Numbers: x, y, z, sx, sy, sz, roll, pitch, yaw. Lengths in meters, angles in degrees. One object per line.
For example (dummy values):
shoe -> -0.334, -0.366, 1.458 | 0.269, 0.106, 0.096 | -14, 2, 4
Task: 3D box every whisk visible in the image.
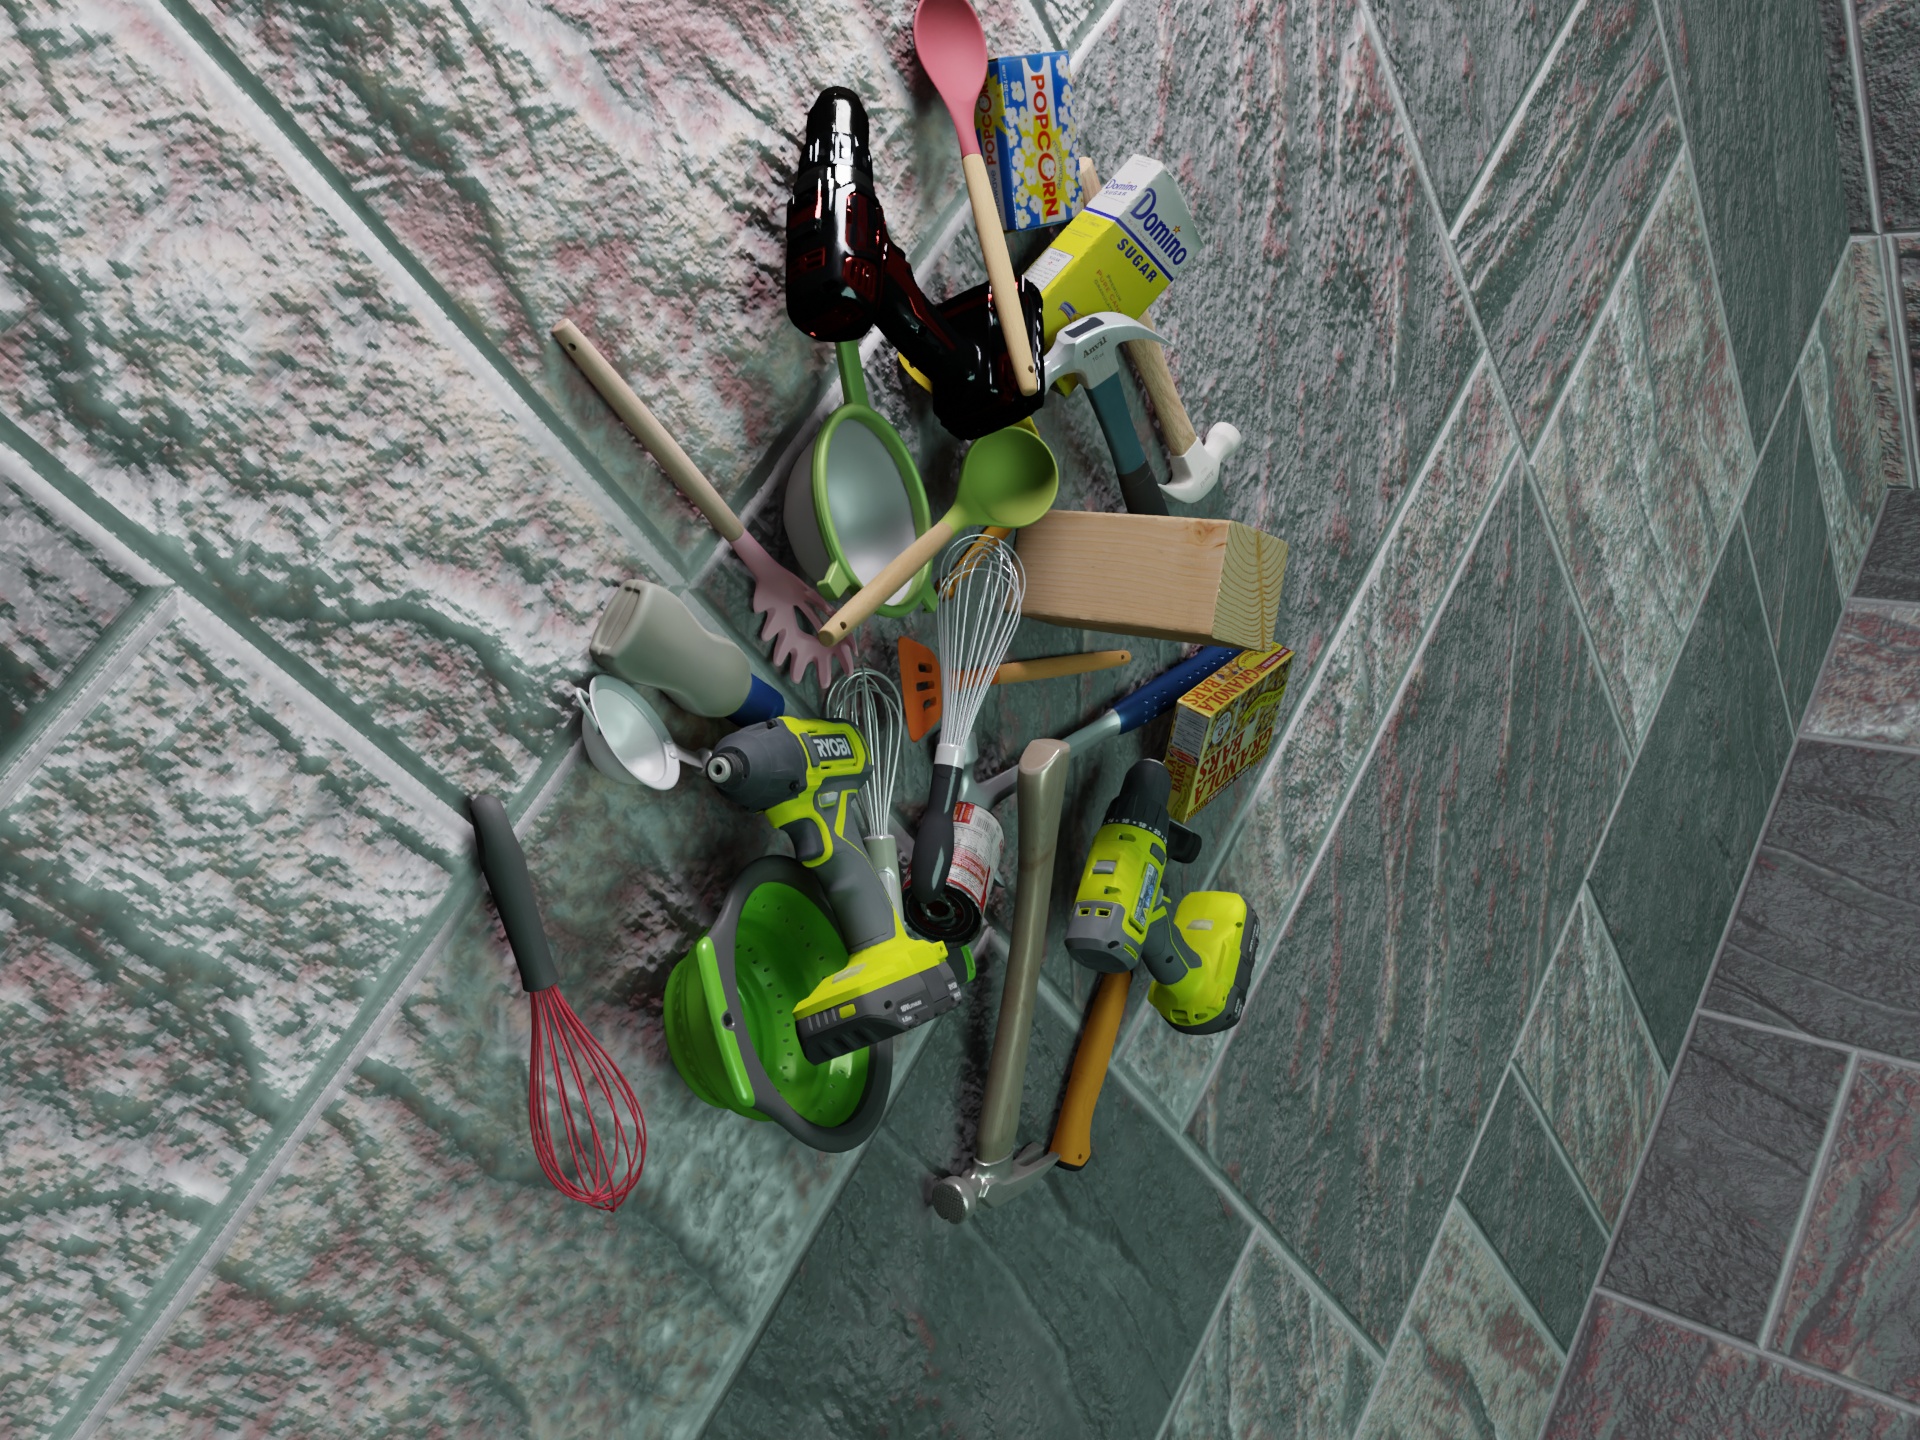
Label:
whisk -> -0.260, 0.184, 1.009 | 0.073, 0.073, 0.295 | -27, 112, -41
whisk -> -0.003, -0.004, 1.187 | 0.070, 0.070, 0.285 | 23, 73, -47
whisk -> -0.061, 0.079, 1.165 | 0.058, 0.059, 0.246 | -6, 80, -6

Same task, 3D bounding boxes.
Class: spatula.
spatula -> 0.049, -0.039, 1.312 | 0.322, 0.041, 0.081 | -10, 93, -48

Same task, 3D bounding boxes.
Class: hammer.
hammer -> 0.155, -0.328, 1.376 | 0.130, 0.031, 0.331 | -52, 131, -28
hammer -> 0.129, 0.011, 1.415 | 0.405, 0.035, 0.144 | -28, 117, -41
hammer -> 0.146, -0.208, 1.348 | 0.128, 0.033, 0.330 | -37, 139, -7
hammer -> 0.139, 0.249, 1.476 | 0.127, 0.034, 0.337 | 25, 79, -48
hammer -> 0.056, 0.215, 1.338 | 0.146, 0.038, 0.410 | -10, 112, -51

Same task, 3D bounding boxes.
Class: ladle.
ladle -> 0.015, -0.377, 1.134 | 0.069, 0.031, 0.315 | -3, 75, -39
ladle -> -0.013, -0.128, 1.112 | 0.078, 0.062, 0.320 | 56, 35, -11

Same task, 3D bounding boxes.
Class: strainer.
strainer -> -0.091, -0.193, 1.120 | 0.151, 0.069, 0.256 | 0, 80, -63
strainer -> -0.179, 0.029, 1.077 | 0.258, 0.050, 0.087 | 24, 37, -53

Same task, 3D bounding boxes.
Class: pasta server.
pasta server -> -0.166, -0.138, 1.059 | 0.315, 0.060, 0.040 | 52, 24, -37

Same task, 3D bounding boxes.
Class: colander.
colander -> -0.103, 0.205, 1.165 | 0.397, 0.094, 0.204 | 5, 67, -66

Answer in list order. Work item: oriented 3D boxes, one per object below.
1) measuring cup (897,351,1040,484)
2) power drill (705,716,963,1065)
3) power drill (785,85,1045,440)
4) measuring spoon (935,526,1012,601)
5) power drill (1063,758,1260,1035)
measuring cup -> 0.001, -0.238, 1.239 | 0.156, 0.029, 0.062 | 35, 71, -33
power drill -> -0.090, 0.106, 1.063 | 0.171, 0.080, 0.223 | -3, 69, -67
power drill -> -0.036, -0.318, 1.120 | 0.226, 0.080, 0.188 | 26, 56, -47
measuring spoon -> 0.018, -0.135, 1.279 | 0.117, 0.011, 0.021 | -49, 130, -29
power drill -> 0.184, 0.163, 1.420 | 0.228, 0.080, 0.191 | 46, 53, -42
